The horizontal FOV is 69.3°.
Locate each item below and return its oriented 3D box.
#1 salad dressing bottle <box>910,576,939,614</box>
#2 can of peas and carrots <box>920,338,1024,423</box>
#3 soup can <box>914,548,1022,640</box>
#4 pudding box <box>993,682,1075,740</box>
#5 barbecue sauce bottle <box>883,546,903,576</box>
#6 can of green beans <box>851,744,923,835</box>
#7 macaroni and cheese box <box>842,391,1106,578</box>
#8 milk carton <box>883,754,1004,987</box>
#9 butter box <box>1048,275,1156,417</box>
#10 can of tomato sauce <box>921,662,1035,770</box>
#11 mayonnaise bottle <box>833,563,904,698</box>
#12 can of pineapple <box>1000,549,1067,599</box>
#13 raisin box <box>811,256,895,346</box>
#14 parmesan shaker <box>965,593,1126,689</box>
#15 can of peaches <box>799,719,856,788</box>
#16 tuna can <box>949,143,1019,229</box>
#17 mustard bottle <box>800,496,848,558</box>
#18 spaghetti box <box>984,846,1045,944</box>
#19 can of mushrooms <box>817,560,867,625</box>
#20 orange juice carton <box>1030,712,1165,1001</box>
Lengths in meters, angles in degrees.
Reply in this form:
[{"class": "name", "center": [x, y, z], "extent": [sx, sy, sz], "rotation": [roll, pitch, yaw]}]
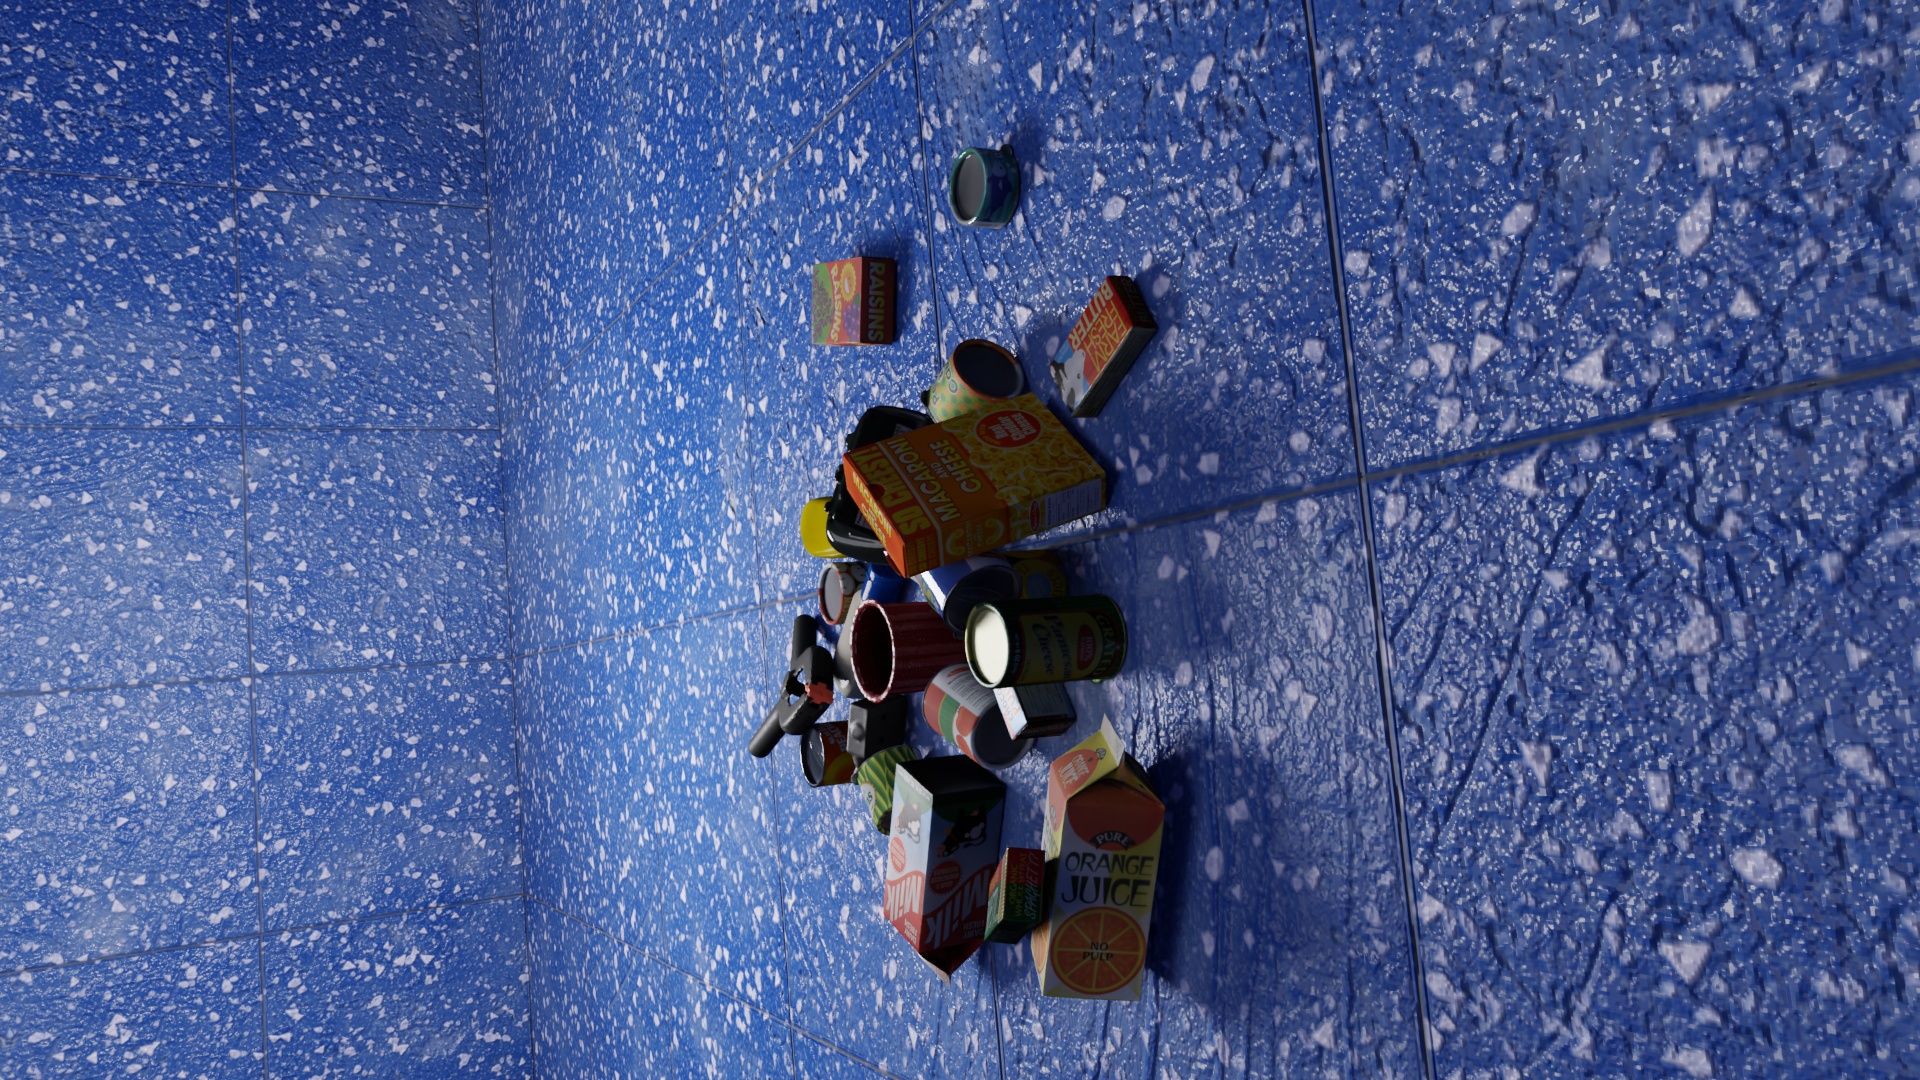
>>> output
[{"class": "salad dressing bottle", "center": [-0.017, 0.030, 1.241], "extent": [0.148, 0.044, 0.064], "rotation": [26, 102, 58]}, {"class": "can of peas and carrots", "center": [0.010, -0.127, 1.157], "extent": [0.058, 0.071, 0.071], "rotation": [-53, 48, 48]}, {"class": "soup can", "center": [-0.002, 0.024, 1.068], "extent": [0.084, 0.071, 0.071], "rotation": [53, 136, 45]}, {"class": "pudding box", "center": [0.054, 0.116, 1.114], "extent": [0.030, 0.050, 0.084], "rotation": [-55, 46, 45]}, {"class": "barbecue sauce bottle", "center": [0.004, -0.015, 1.165], "extent": [0.148, 0.065, 0.043], "rotation": [-21, 111, 40]}, {"class": "can of green beans", "center": [-0.058, 0.235, 1.302], "extent": [0.058, 0.071, 0.071], "rotation": [63, 142, 36]}, {"class": "macaroni and cheese box", "center": [0.009, -0.046, 1.062], "extent": [0.124, 0.167, 0.040], "rotation": [-126, 24, -45]}, {"class": "milk carton", "center": [-0.018, 0.293, 1.226], "extent": [0.072, 0.073, 0.190], "rotation": [28, 116, 57]}, {"class": "butter box", "center": [0.105, -0.143, 1.035], "extent": [0.103, 0.024, 0.053], "rotation": [-57, 45, 46]}, {"class": "can of tomato sauce", "center": [0.017, 0.149, 1.167], "extent": [0.083, 0.071, 0.071], "rotation": [27, 115, 57]}, {"class": "mayonnaise bottle", "center": [-0.091, 0.085, 1.379], "extent": [0.065, 0.041, 0.147], "rotation": [-116, 38, -47]}, {"class": "can of pineapple", "center": [0.046, 0.040, 1.115], "extent": [0.071, 0.058, 0.071], "rotation": [7, 98, 60]}, {"class": "raisin box", "center": [-0.109, -0.238, 1.396], "extent": [0.123, 0.040, 0.086], "rotation": [13, 102, 61]}, {"class": "parmesan shaker", "center": [0.063, 0.078, 1.040], "extent": [0.071, 0.103, 0.071], "rotation": [7, 98, 60]}, {"class": "can of peaches", "center": [-0.127, 0.217, 1.434], "extent": [0.071, 0.058, 0.071], "rotation": [4, 94, 61]}, {"class": "tuna can", "center": [0.020, -0.299, 1.169], "extent": [0.071, 0.033, 0.071], "rotation": [8, 99, 60]}, {"class": "mustard bottle", "center": [-0.112, -0.012, 1.403], "extent": [0.160, 0.049, 0.065], "rotation": [5, 96, 60]}, {"class": "spaghetti box", "center": [0.040, 0.275, 1.057], "extent": [0.249, 0.029, 0.050], "rotation": [96, 180, -70]}, {"class": "can of mushrooms", "center": [-0.120, 0.056, 1.437], "extent": [0.071, 0.033, 0.071], "rotation": [3, 94, 60]}, {"class": "orange juice carton", "center": [0.099, 0.225, 0.996], "extent": [0.072, 0.073, 0.192], "rotation": [-109, 24, -77]}]
